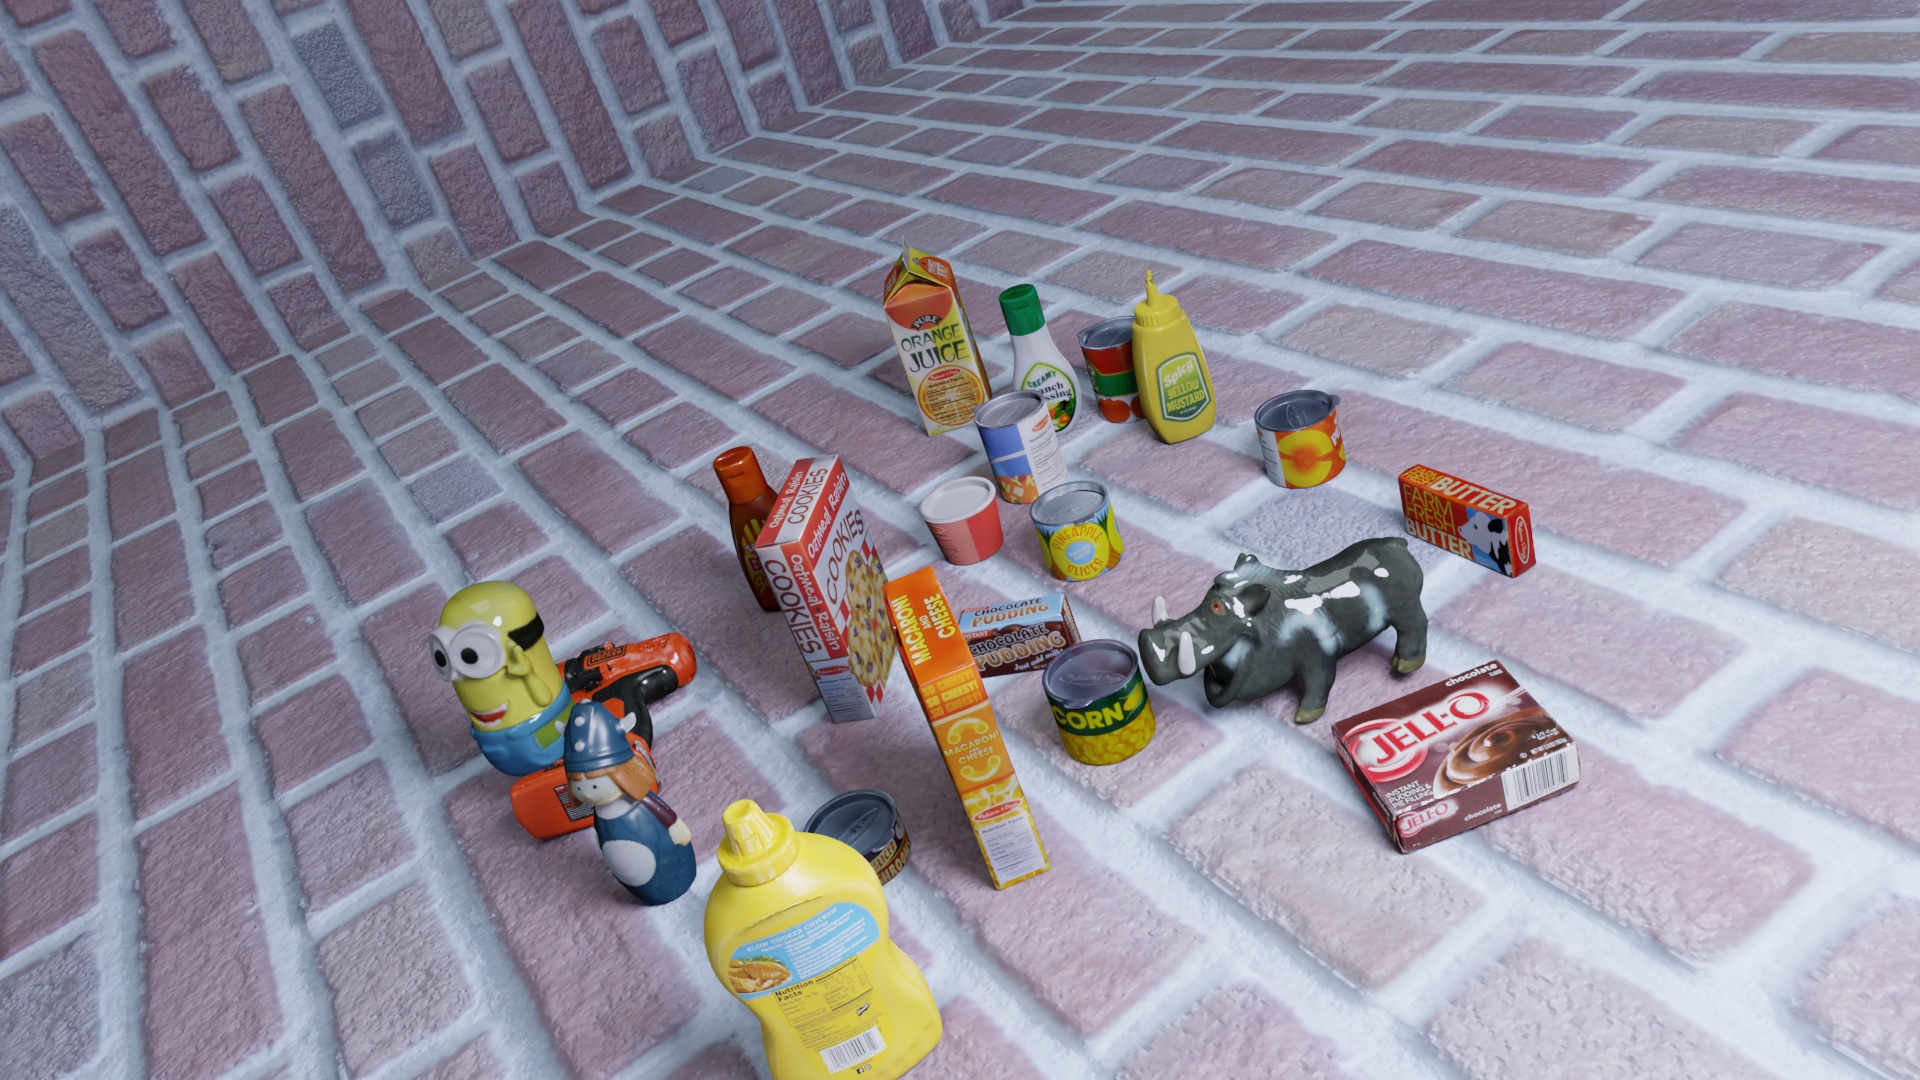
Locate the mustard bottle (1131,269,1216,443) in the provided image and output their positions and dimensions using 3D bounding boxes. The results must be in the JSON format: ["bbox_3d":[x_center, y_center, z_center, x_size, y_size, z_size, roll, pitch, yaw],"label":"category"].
[{"bbox_3d":[0.184,-0.166,1.240,0.065,0.159,0.049,-23,29,-5],"label":"mustard bottle"}]

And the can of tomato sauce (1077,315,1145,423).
[{"bbox_3d":[0.154,-0.163,1.331,0.071,0.082,0.071,-15,30,9],"label":"can of tomato sauce"}]

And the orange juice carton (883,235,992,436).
[{"bbox_3d":[-0.028,-0.211,1.408,0.073,0.191,0.072,-16,30,8],"label":"orange juice carton"}]

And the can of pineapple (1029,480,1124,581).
[{"bbox_3d":[0.095,-0.007,1.131,0.071,0.057,0.071,-15,30,9],"label":"can of pineapple"}]

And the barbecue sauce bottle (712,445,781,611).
[{"bbox_3d":[-0.170,-0.011,1.205,0.065,0.148,0.044,-17,29,6],"label":"barbecue sauce bottle"}]

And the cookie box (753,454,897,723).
[{"bbox_3d":[-0.097,0.036,1.065,0.040,0.166,0.123,-11,31,16],"label":"cookie box"}]

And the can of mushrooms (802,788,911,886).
[{"bbox_3d":[-0.066,0.199,0.911,0.071,0.033,0.071,-15,30,9],"label":"can of mushrooms"}]

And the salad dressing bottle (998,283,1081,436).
[{"bbox_3d":[0.073,-0.172,1.328,0.064,0.147,0.044,-17,29,5],"label":"salad dressing bottle"}]

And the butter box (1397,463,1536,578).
[{"bbox_3d":[0.360,-0.016,0.993,0.024,0.053,0.104,-30,31,-17],"label":"butter box"}]

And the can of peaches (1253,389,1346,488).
[{"bbox_3d":[0.283,-0.084,1.148,0.071,0.057,0.071,-15,30,9],"label":"can of peaches"}]

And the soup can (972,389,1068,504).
[{"bbox_3d":[0.054,-0.085,1.260,0.071,0.083,0.072,-15,30,9],"label":"soup can"}]

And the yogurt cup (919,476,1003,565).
[{"bbox_3d":[0.004,-0.015,1.204,0.072,0.053,0.073,-15,30,9],"label":"yogurt cup"}]

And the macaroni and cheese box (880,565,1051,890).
[{"bbox_3d":[0.002,0.117,0.872,0.040,0.165,0.124,-22,29,-3],"label":"macaroni and cheese box"}]

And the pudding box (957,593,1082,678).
[{"bbox_3d":[0.044,0.071,1.040,0.083,0.049,0.030,-10,31,17],"label":"pudding box"}]

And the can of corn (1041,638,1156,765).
[{"bbox_3d":[0.093,0.111,0.937,0.071,0.058,0.071,-15,30,9],"label":"can of corn"}]
